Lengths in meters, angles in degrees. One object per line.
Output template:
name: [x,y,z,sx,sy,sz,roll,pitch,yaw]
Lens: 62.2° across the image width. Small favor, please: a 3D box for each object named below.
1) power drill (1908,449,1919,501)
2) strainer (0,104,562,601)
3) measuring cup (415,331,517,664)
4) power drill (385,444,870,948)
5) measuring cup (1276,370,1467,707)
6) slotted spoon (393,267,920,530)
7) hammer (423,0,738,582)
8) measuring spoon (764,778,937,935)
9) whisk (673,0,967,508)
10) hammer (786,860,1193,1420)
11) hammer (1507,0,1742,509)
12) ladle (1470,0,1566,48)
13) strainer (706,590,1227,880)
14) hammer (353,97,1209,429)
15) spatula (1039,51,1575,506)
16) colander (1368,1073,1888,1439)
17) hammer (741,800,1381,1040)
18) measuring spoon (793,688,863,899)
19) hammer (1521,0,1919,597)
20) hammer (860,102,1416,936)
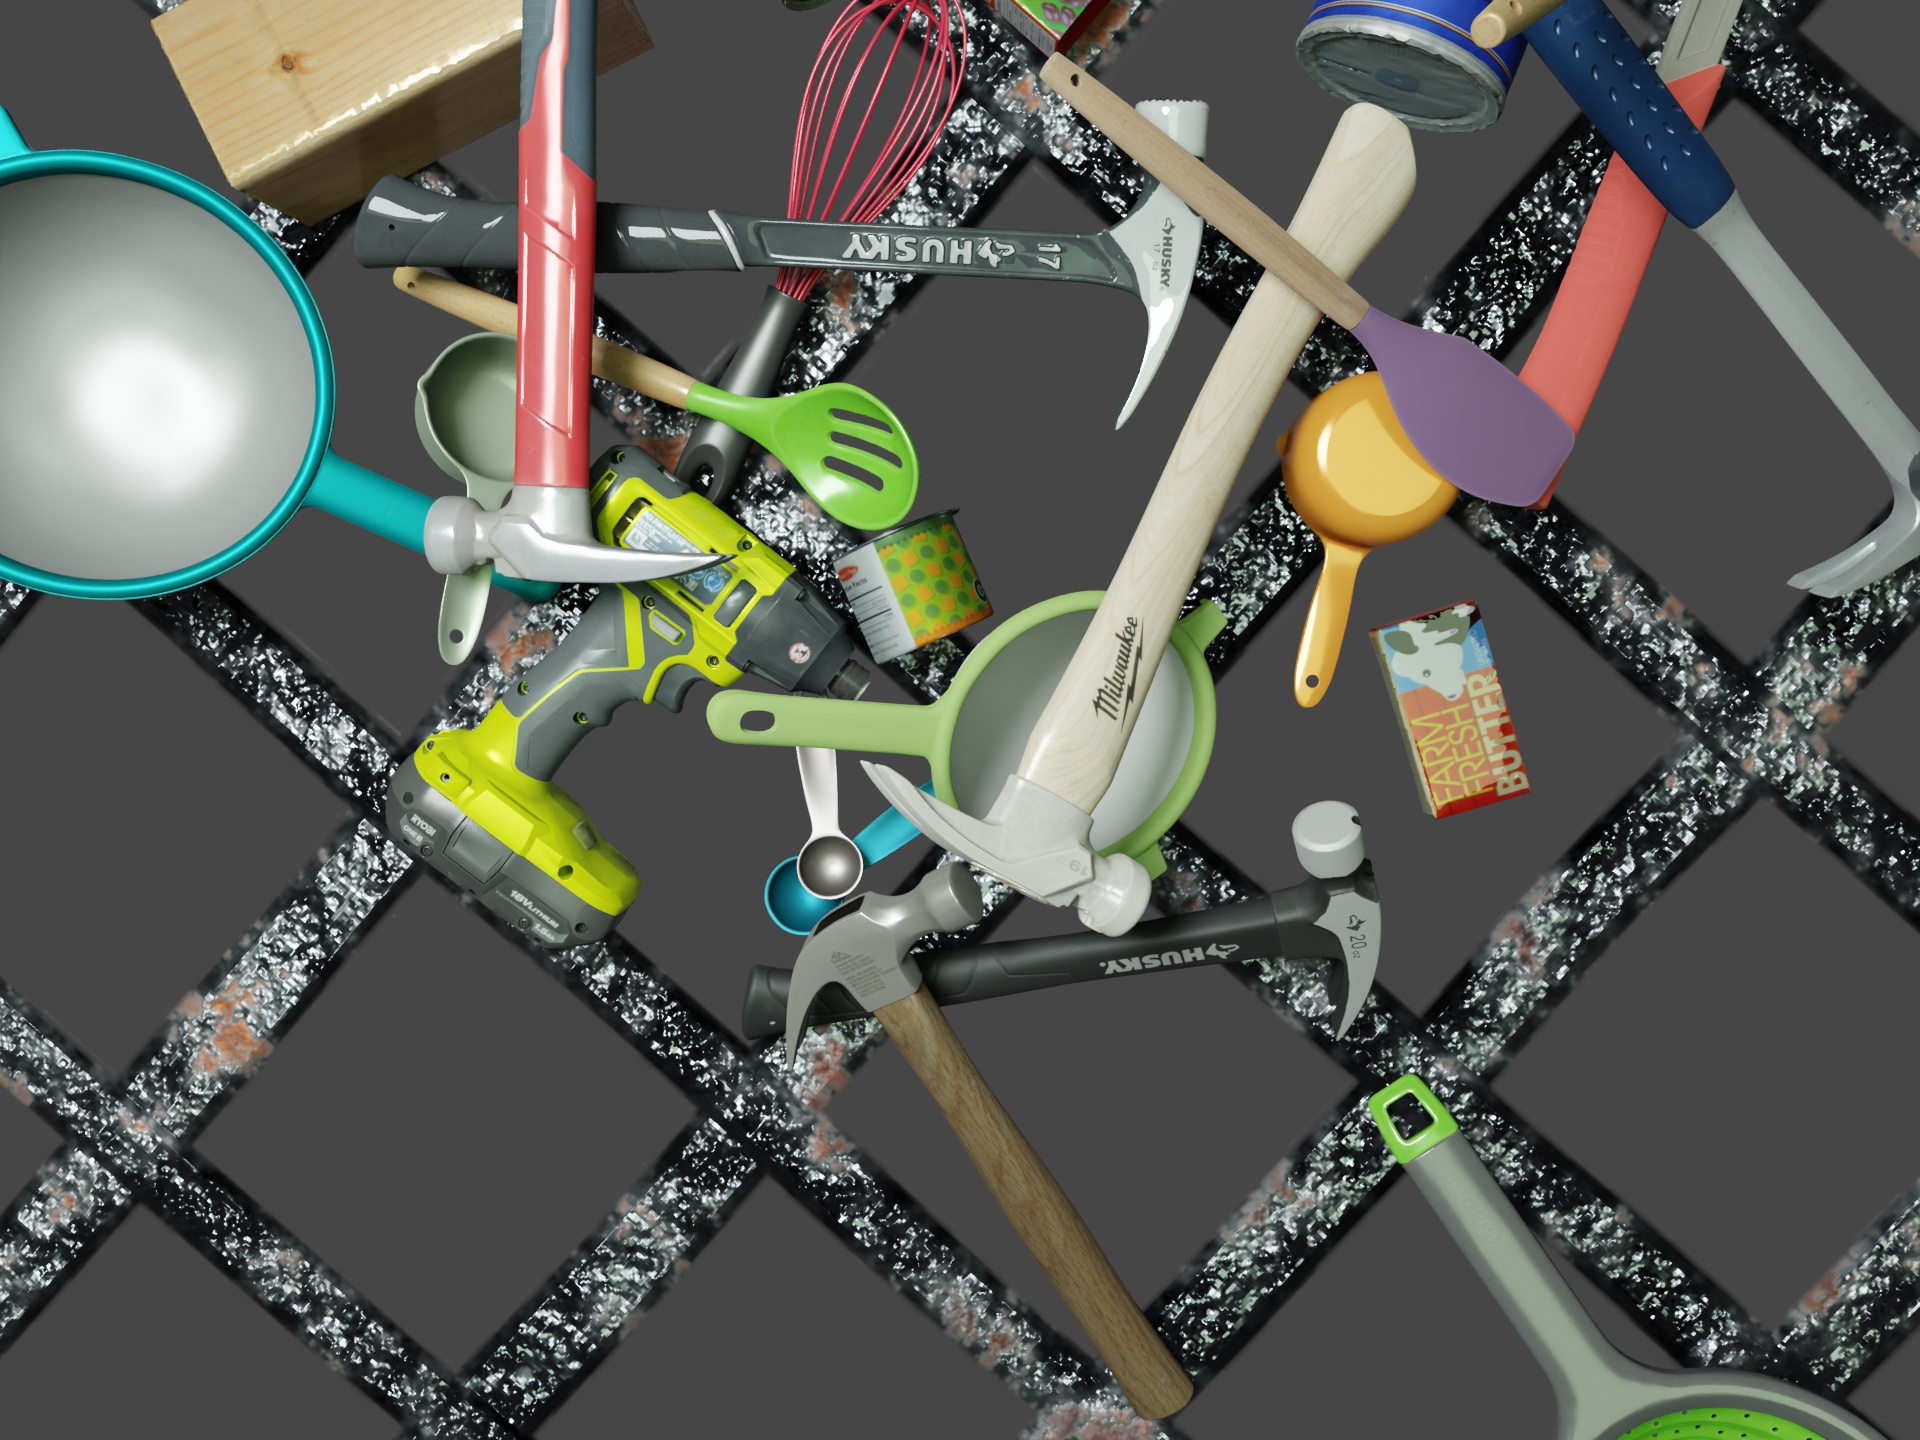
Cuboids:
power drill: [0.533,-0.182,0.726,0.187,0.080,0.227,38,80,-16]
strainer: [-0.368,-0.142,0.817,0.340,0.095,0.211,25,87,-20]
measuring cup: [-0.242,-0.109,0.795,0.083,0.038,0.167,13,83,-31]
power drill: [-0.168,-0.002,0.807,0.171,0.080,0.223,38,97,-4]
measuring cup: [0.198,-0.090,0.796,0.095,0.052,0.173,14,93,2]
slotted spoon: [-0.155,-0.174,0.797,0.314,0.031,0.070,24,125,14]
hammer: [-0.168,-0.256,0.724,0.143,0.038,0.386,4,97,6]
measuring spoon: [-0.047,0.067,0.844,0.128,0.021,0.042,-36,83,-4]
whisk: [-0.079,-0.233,0.803,0.073,0.073,0.296,27,102,1]
hammer: [0.024,0.228,0.806,0.130,0.031,0.331,-26,106,21]
hammer: [0.349,-0.275,0.784,0.149,0.037,0.359,20,95,2]
ladle: [0.284,-0.334,0.650,0.078,0.062,0.320,49,52,-3]
strainer: [-0.001,-0.002,0.779,0.256,0.069,0.151,4,109,-21]
hammer: [-0.091,-0.224,0.762,0.409,0.036,0.149,4,109,5]
spatula: [0.162,-0.198,0.729,0.315,0.018,0.060,34,92,-17]
colander: [0.337,0.358,0.814,0.204,0.094,0.397,-35,74,5]
hammer: [0.045,0.126,0.809,0.335,0.035,0.146,-11,132,13]
measuring spoon: [-0.073,0.033,0.832,0.034,0.018,0.124,-8,76,-1]
hammer: [0.348,-0.224,0.732,0.405,0.035,0.144,42,96,-18]
hammer: [0.103,-0.114,0.738,0.146,0.038,0.411,30,80,-23]
